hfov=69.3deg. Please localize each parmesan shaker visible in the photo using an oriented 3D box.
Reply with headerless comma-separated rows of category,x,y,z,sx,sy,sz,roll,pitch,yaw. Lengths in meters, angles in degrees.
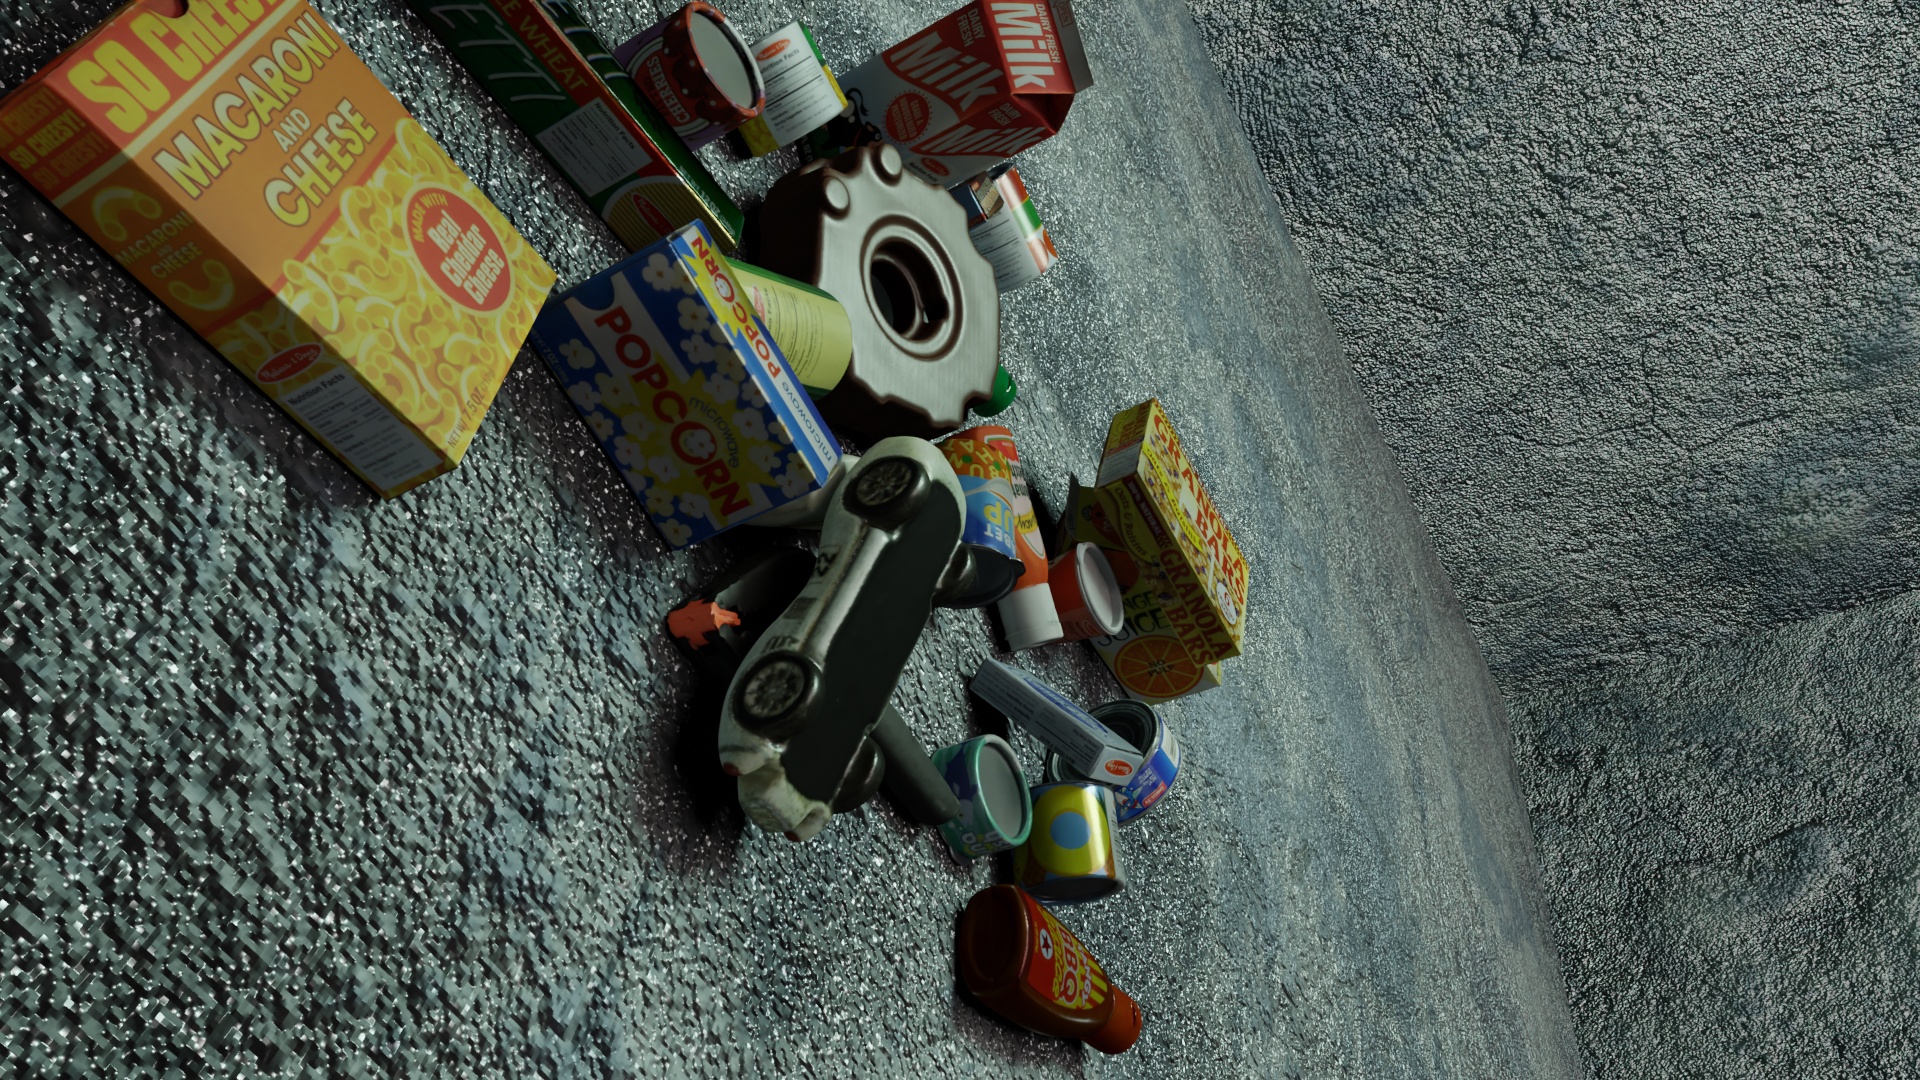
parmesan shaker,-0.108,-0.102,0.698,0.103,0.071,0.071,3,69,-65

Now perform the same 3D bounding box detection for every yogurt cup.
yogurt cup,0.077,0.041,0.981,0.072,0.054,0.073,45,34,-42

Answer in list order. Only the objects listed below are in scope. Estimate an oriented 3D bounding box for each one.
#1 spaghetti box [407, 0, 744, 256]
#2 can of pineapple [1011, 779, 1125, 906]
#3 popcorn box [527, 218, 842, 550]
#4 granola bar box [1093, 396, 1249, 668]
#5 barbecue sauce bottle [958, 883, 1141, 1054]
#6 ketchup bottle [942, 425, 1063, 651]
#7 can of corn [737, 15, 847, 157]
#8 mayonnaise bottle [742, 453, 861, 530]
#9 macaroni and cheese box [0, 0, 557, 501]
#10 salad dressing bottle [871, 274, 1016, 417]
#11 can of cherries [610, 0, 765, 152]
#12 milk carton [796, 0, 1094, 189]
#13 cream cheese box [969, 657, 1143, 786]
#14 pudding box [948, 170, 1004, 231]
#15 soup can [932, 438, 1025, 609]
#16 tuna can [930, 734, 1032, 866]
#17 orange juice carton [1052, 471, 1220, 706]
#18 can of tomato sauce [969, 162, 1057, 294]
spaghetti box,-0.193,-0.222,0.632,0.249,0.050,0.029,50,29,-36
can of pineapple,0.060,0.181,0.825,0.071,0.071,0.058,36,40,-51
popcorn box,-0.121,-0.066,0.616,0.126,0.085,0.038,59,25,-20
granola bar box,0.159,-0.007,1.028,0.165,0.039,0.125,58,27,-20
barbecue sauce bottle,0.054,0.249,0.782,0.148,0.043,0.065,47,32,-41
ketchup bottle,0.030,-0.001,0.930,0.065,0.043,0.149,2,70,-64
can of corn,-0.109,-0.269,0.827,0.058,0.071,0.071,60,26,-21
mayonnaise bottle,-0.067,-0.025,0.727,0.148,0.065,0.041,6,83,-68
macaroni and cheese box,-0.227,-0.115,0.489,0.166,0.040,0.124,52,29,-34
salad dressing bottle,-0.013,-0.144,0.952,0.147,0.044,0.064,48,35,-39
can of cherries,-0.146,-0.241,0.734,0.071,0.058,0.072,46,32,-42
milk carton,-0.008,-0.280,0.892,0.073,0.190,0.072,11,61,-63
cream cheese box,0.058,0.110,0.849,0.104,0.024,0.053,34,4,35
pudding box,-0.016,-0.220,0.959,0.030,0.083,0.050,59,27,-16
soup can,0.003,-0.011,0.847,0.071,0.071,0.084,45,34,-43
tuna can,0.012,0.147,0.787,0.071,0.033,0.071,46,33,-41
orange juice carton,0.128,0.035,1.067,0.192,0.073,0.072,54,29,-30
can of tomato sauce,0.031,-0.245,1.095,0.083,0.071,0.071,61,26,-20
